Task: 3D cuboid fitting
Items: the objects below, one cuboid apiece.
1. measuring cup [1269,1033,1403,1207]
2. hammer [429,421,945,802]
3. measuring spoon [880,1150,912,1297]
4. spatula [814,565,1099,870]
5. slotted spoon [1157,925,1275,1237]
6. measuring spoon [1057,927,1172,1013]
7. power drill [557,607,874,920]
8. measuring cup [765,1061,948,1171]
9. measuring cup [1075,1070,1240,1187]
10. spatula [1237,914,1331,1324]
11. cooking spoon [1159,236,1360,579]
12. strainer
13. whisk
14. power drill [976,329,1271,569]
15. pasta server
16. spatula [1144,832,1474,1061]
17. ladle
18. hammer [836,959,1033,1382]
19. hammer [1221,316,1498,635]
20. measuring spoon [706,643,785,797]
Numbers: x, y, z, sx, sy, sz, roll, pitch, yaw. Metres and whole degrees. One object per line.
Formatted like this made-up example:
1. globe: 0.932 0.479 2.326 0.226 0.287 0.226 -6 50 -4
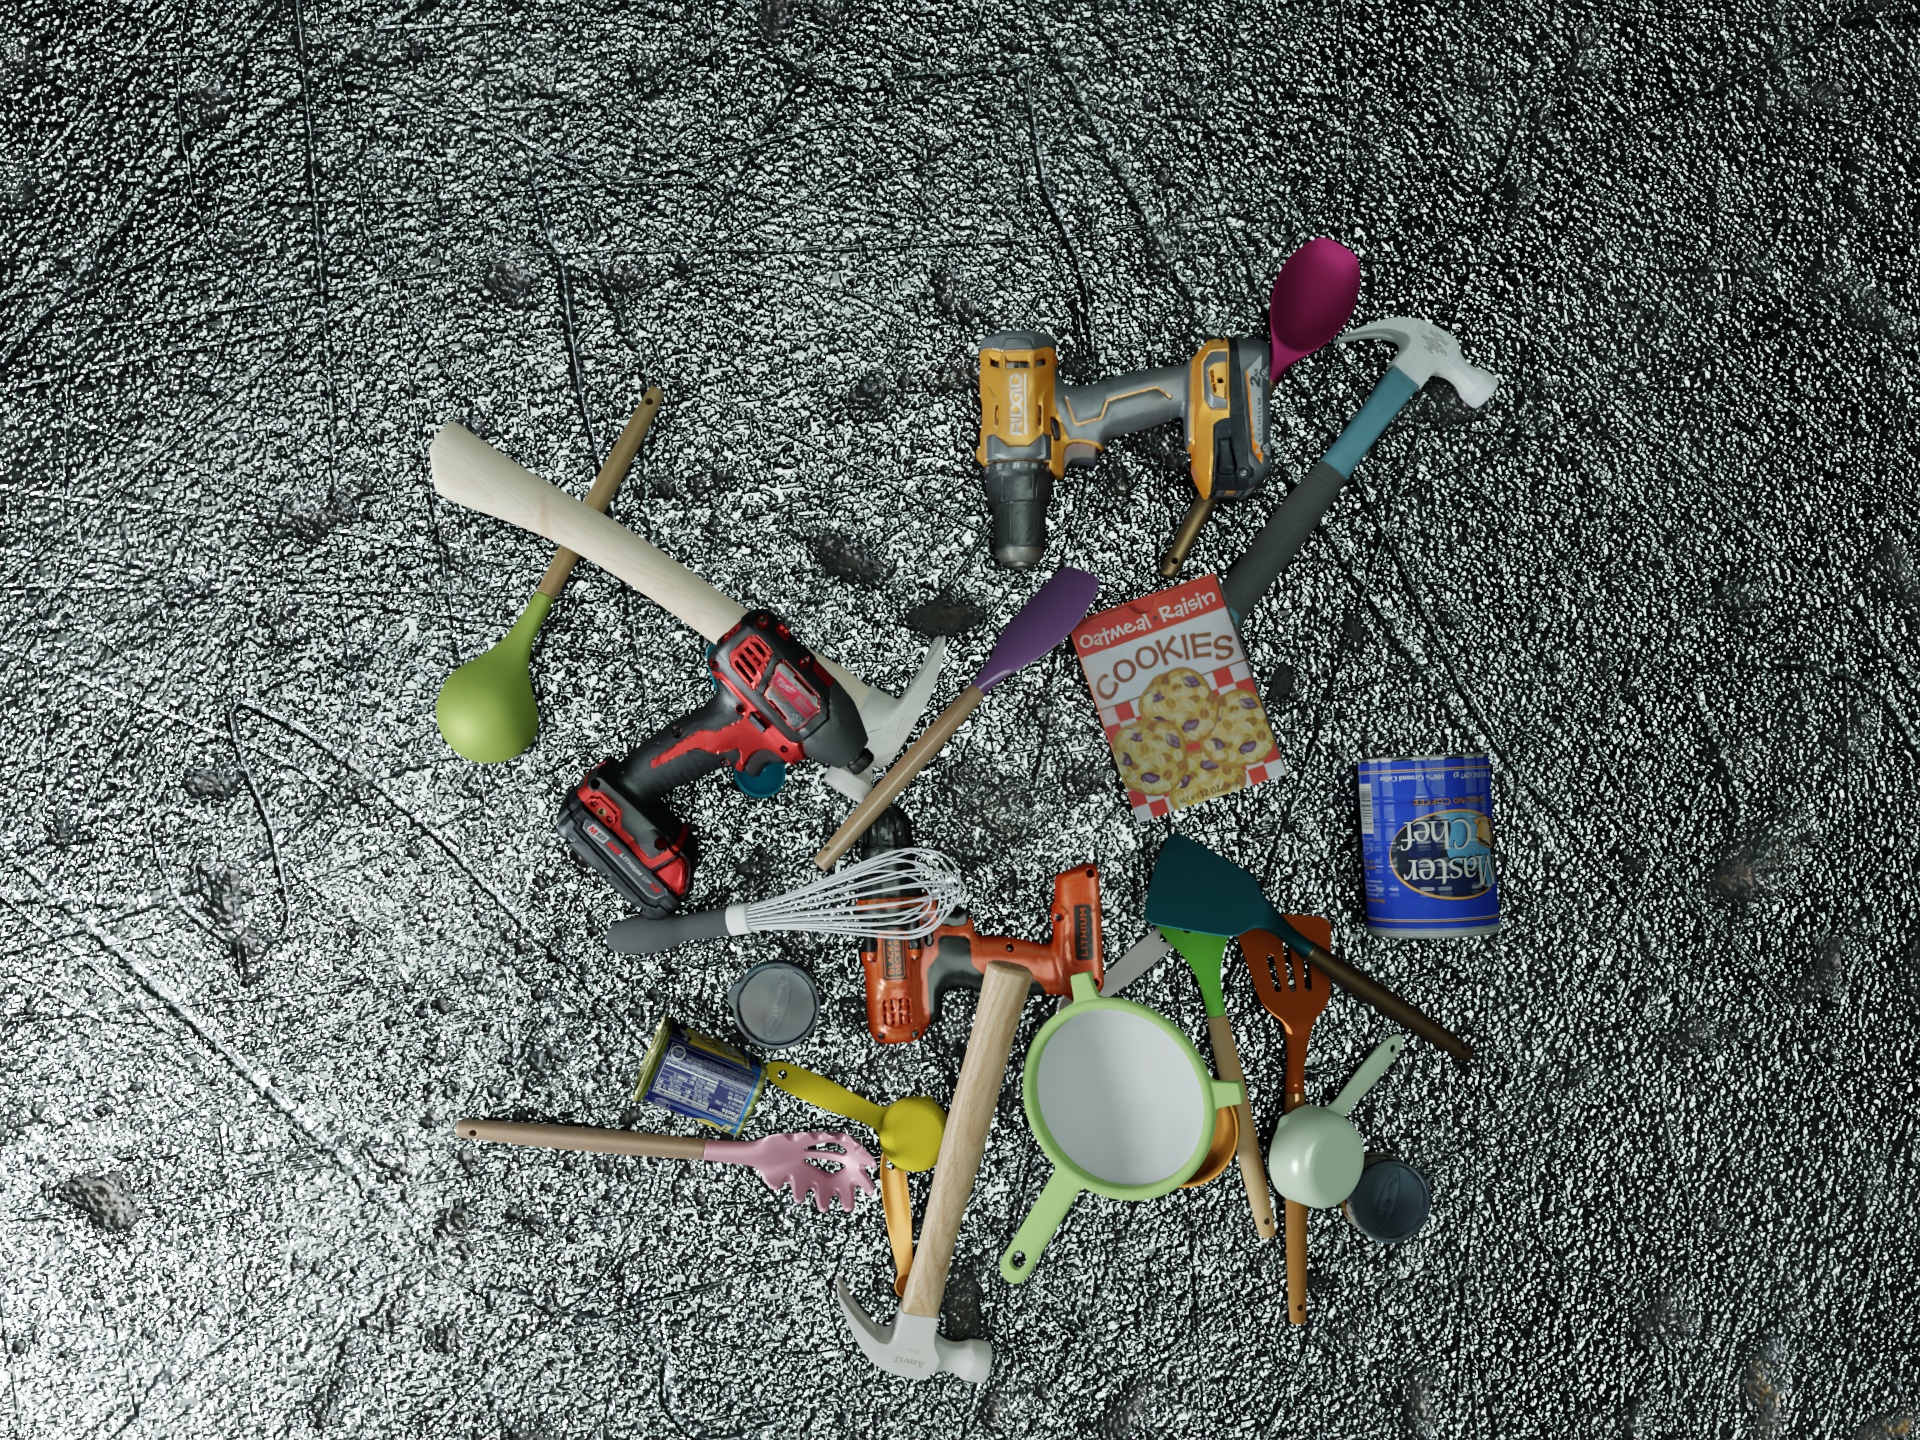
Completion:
1. measuring cup: 0.311 0.312 1.255 0.167 0.038 0.083 -44 114 -21
2. hammer: -0.206 -0.104 1.200 0.410 0.038 0.146 33 82 -13
3. measuring spoon: -0.048 0.389 1.238 0.021 0.011 0.117 -7 84 -8
4. spatula: -0.002 -0.004 1.232 0.316 0.060 0.018 -47 134 -12
5. slotted spoon: 0.212 0.259 1.266 0.070 0.031 0.314 -13 92 -10
6. measuring spoon: 0.127 0.204 1.269 0.124 0.018 0.034 -38 81 -14
7. power drill: -0.176 0.037 1.170 0.219 0.079 0.143 -42 103 8
8. measuring cup: -0.079 0.299 1.225 0.156 0.029 0.062 25 77 -4
9. measuring cup: 0.136 0.302 1.251 0.174 0.052 0.095 19 87 19
10. spatula: 0.266 0.319 1.276 0.081 0.041 0.322 -1 91 -9
11. cooking spoon: 0.240 -0.255 1.303 0.068 0.017 0.319 29 83 -3
12. strainer: 0.104 0.319 1.206 0.151 0.069 0.256 34 110 20
13. whisk: -0.133 0.144 1.187 0.284 0.070 0.070 -10 88 13
14. power drill: 0.125 -0.212 1.249 0.226 0.084 0.185 0 87 3
15. pasta server: -0.221 0.325 1.203 0.316 0.040 0.060 7 97 -6
16. spatula: 0.286 0.194 1.260 0.317 0.044 0.082 33 57 -18
17. ladle: -0.304 -0.115 1.220 0.078 0.062 0.320 25 77 0
18. hammer: -0.006 0.339 1.196 0.130 0.031 0.331 13 98 -11
19. hammer: 0.297 -0.192 1.300 0.128 0.033 0.331 38 83 -5
20. measuring spoon: -0.174 0.002 1.239 0.042 0.021 0.129 -16 80 -32
